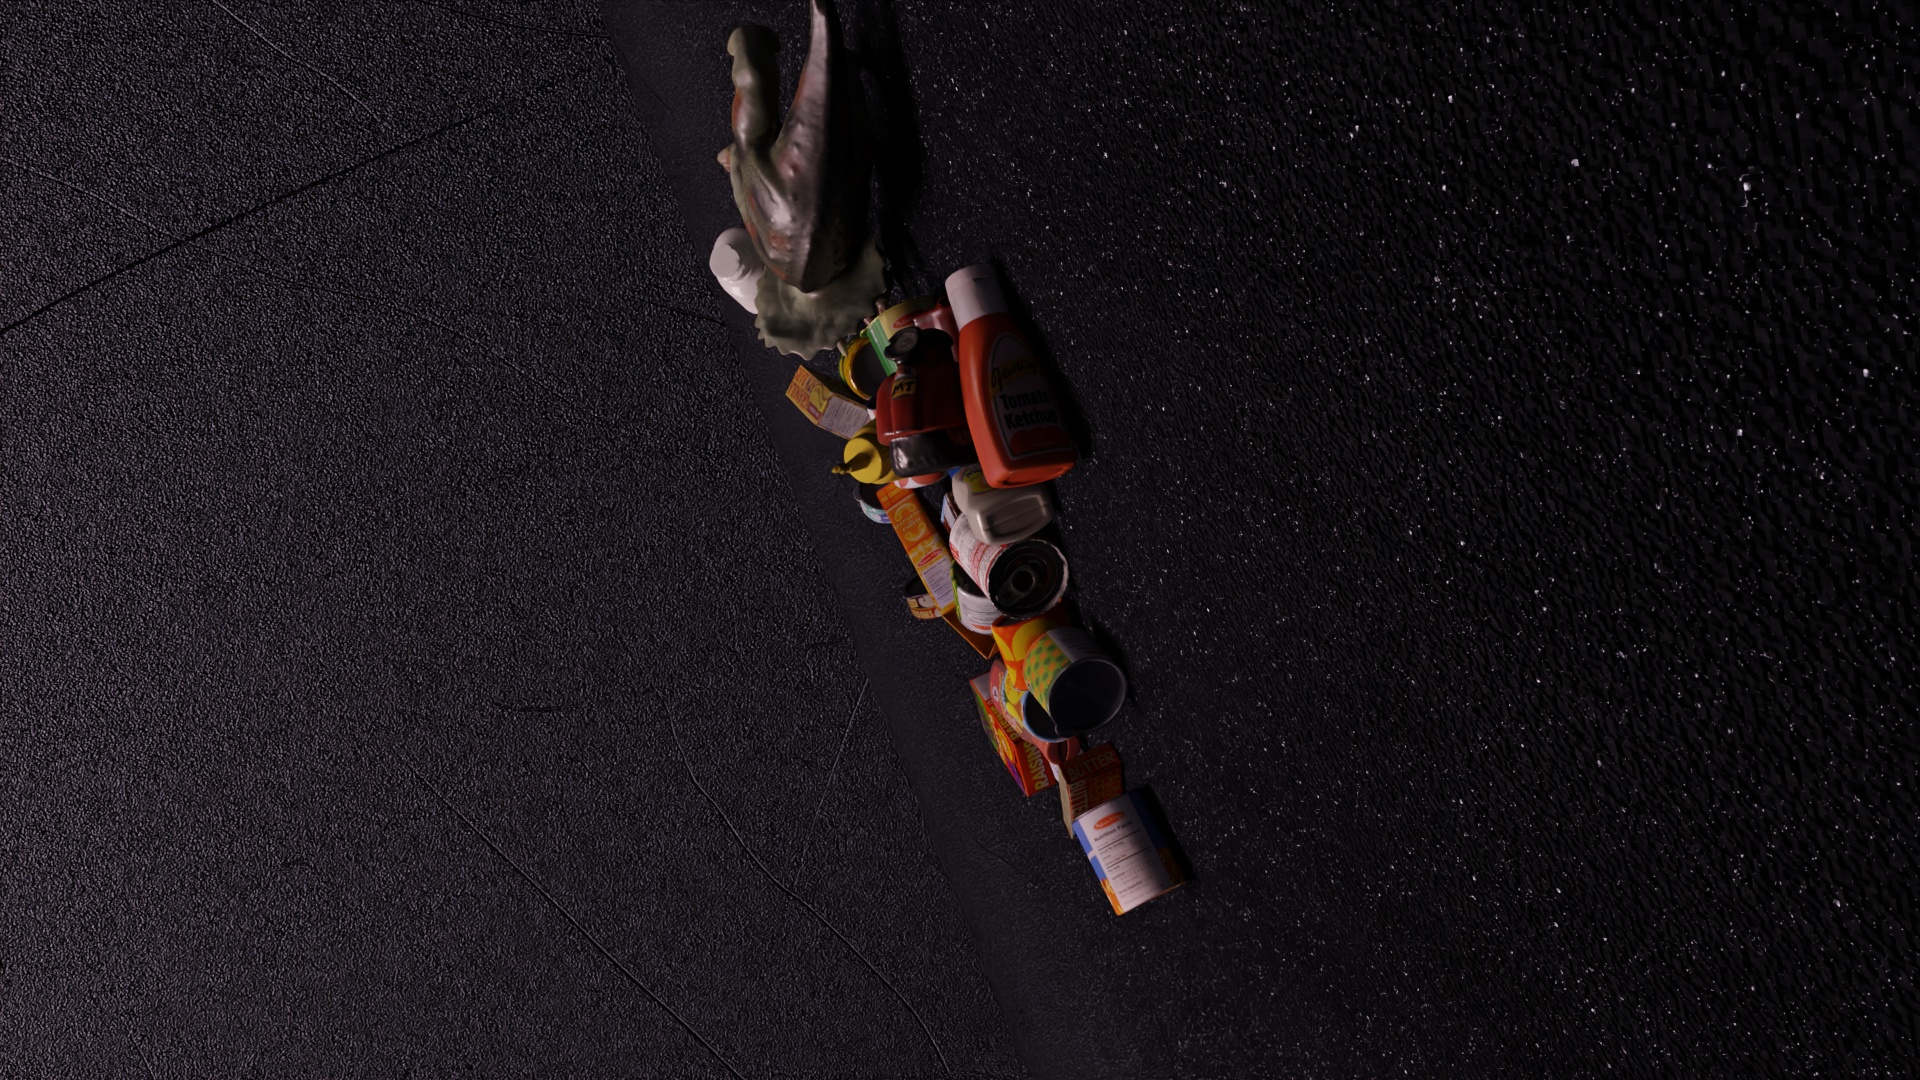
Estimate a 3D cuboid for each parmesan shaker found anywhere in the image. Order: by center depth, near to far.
[{"bbox_3d":[-0.028,-0.135,1.118,0.071,0.071,0.103,114,132,-76],"label":"parmesan shaker"}]

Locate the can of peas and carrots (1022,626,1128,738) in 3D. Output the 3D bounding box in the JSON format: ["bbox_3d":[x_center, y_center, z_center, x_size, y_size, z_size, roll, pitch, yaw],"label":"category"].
[{"bbox_3d":[0.087,0.110,1.075,0.059,0.071,0.070,-132,21,-62],"label":"can of peas and carrots"}]

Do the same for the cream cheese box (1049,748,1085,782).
[{"bbox_3d":[0.110,0.221,1.334,0.053,0.024,0.104,68,170,-17],"label":"cream cheese box"}]

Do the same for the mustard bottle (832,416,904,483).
[{"bbox_3d":[-0.050,-0.079,1.147,0.048,0.161,0.065,-23,96,40],"label":"mustard bottle"}]

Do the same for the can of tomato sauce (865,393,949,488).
[{"bbox_3d":[-0.042,-0.100,1.295,0.071,0.071,0.082,-137,25,-65],"label":"can of tomato sauce"}]

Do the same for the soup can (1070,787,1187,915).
[{"bbox_3d":[0.140,0.256,1.146,0.071,0.071,0.084,96,149,-70],"label":"soup can"}]

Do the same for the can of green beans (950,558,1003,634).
[{"bbox_3d":[0.025,0.042,1.254,0.057,0.071,0.071,82,162,-53],"label":"can of green beans"}]

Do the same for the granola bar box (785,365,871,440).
[{"bbox_3d":[-0.103,-0.126,1.421,0.124,0.039,0.166,24,-173,-23],"label":"granola bar box"}]

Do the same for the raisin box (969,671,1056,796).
[{"bbox_3d":[0.058,0.212,1.543,0.124,0.040,0.085,-128,19,-53],"label":"raisin box"}]

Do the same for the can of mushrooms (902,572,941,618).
[{"bbox_3d":[-0.031,0.059,1.570,0.033,0.071,0.071,69,169,-23],"label":"can of mushrooms"}]

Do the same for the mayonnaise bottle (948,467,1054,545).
[{"bbox_3d":[0.024,-0.040,1.098,0.148,0.065,0.041,-128,17,-67],"label":"mayonnaise bottle"}]

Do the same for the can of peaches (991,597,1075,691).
[{"bbox_3d":[0.065,0.084,1.142,0.071,0.071,0.058,-164,52,-77],"label":"can of peaches"}]

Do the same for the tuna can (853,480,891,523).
[{"bbox_3d":[-0.088,-0.054,1.608,0.032,0.071,0.071,83,161,-59],"label":"tuna can"}]

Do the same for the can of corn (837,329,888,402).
[{"bbox_3d":[-0.082,-0.169,1.336,0.071,0.071,0.058,69,169,-14],"label":"can of corn"}]

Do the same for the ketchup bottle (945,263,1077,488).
[{"bbox_3d":[0.027,-0.111,0.928,0.043,0.065,0.149,-40,64,59],"label":"ketchup bottle"}]

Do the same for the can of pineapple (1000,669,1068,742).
[{"bbox_3d":[0.073,0.135,1.207,0.071,0.071,0.058,70,168,-15],"label":"can of pineapple"}]

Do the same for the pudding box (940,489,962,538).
[{"bbox_3d":[0.005,-0.017,1.332,0.050,0.030,0.083,63,169,15],"label":"pudding box"}]

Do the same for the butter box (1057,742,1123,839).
[{"bbox_3d":[0.116,0.222,1.226,0.103,0.053,0.024,80,166,-49],"label":"butter box"}]

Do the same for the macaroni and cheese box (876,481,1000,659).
[{"bbox_3d":[-0.016,0.027,1.406,0.167,0.040,0.123,60,-174,35],"label":"macaroni and cheese box"}]

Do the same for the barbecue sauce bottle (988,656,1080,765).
[{"bbox_3d":[0.072,0.167,1.351,0.149,0.044,0.064,-134,38,-62],"label":"barbecue sauce bottle"}]
